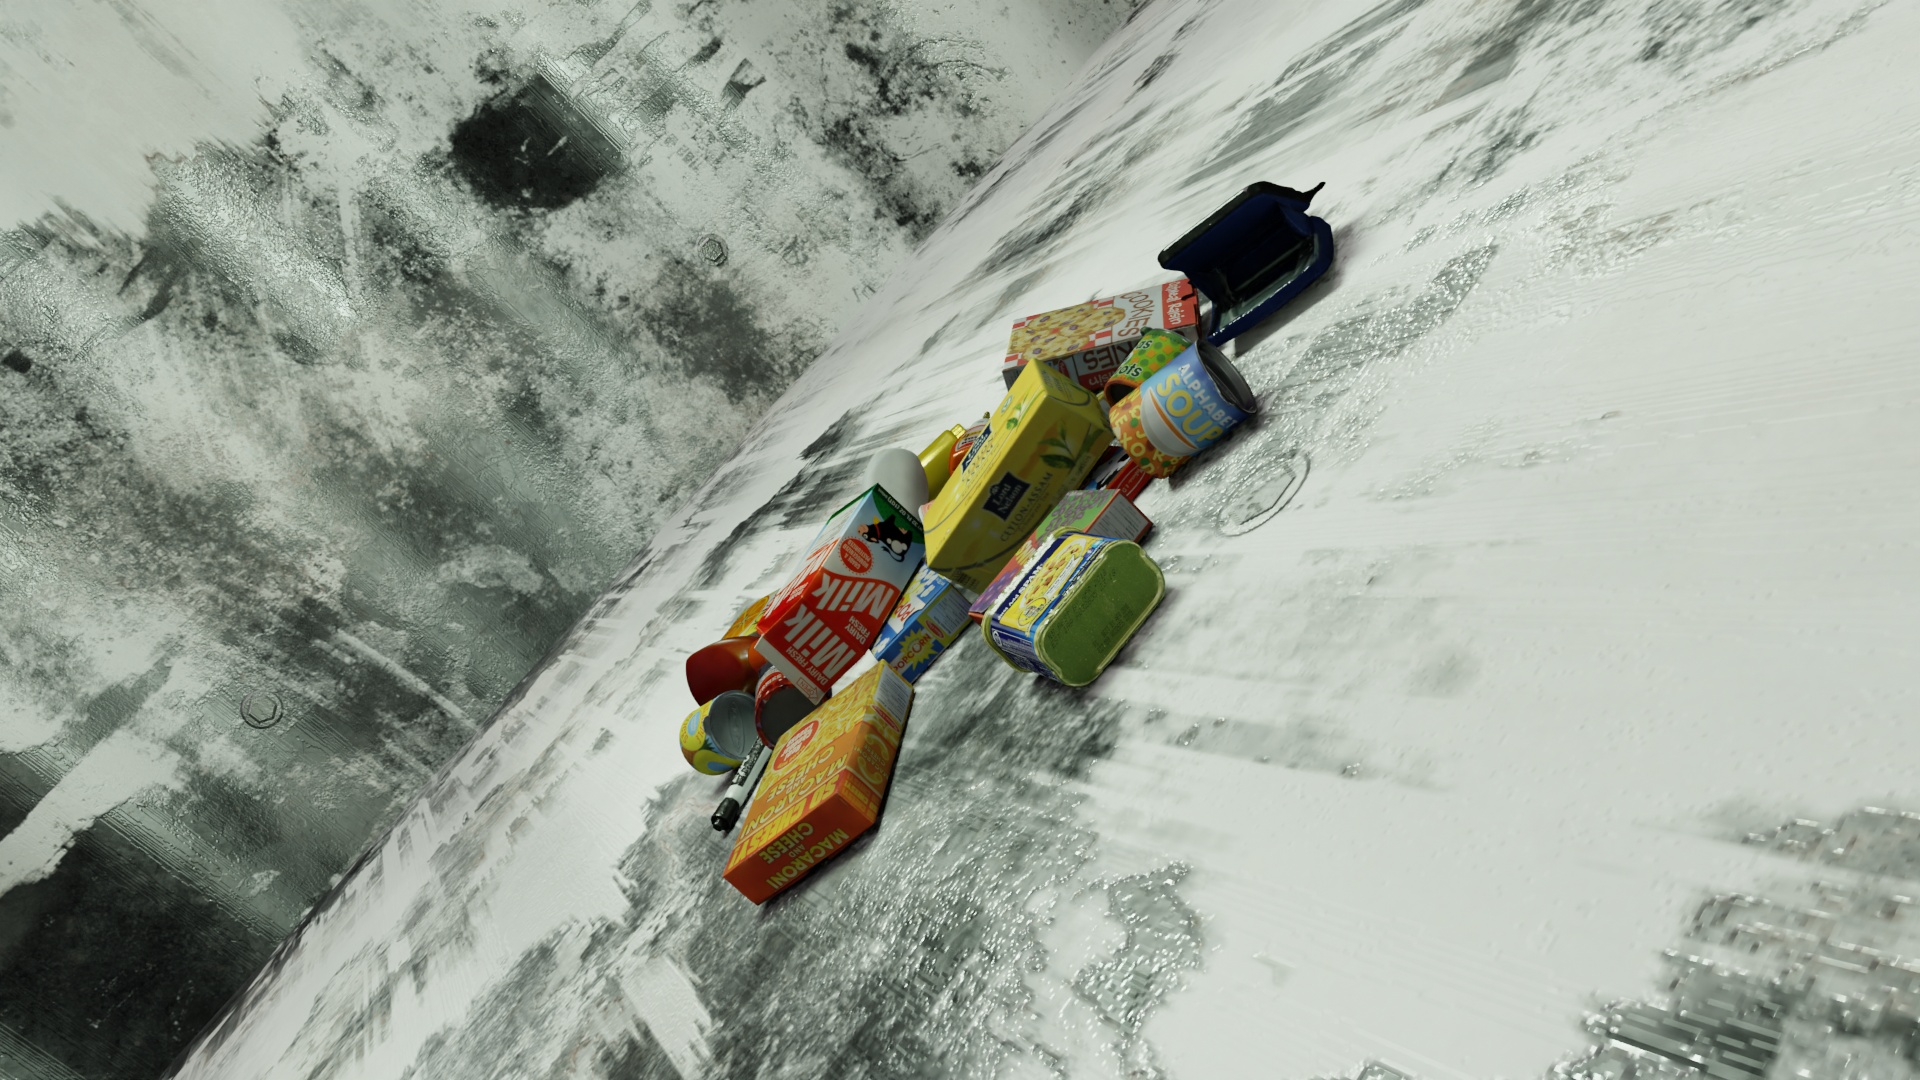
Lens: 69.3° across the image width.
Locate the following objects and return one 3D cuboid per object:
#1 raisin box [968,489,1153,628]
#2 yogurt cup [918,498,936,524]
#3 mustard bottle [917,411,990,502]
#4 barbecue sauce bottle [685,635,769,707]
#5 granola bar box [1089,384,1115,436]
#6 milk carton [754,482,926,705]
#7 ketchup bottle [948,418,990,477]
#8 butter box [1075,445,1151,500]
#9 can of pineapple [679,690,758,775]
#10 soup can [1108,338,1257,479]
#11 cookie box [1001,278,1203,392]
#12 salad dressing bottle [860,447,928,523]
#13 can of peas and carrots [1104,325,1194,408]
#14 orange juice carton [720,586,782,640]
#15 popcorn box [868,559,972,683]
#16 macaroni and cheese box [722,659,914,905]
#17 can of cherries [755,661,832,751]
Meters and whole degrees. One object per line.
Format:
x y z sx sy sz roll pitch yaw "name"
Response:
0.069 0.020 0.985 0.123 0.040 0.086 -50 17 -13 "raisin box"
0.004 -0.015 1.198 0.054 0.072 0.072 -34 17 11 "yogurt cup"
-0.024 -0.073 1.440 0.160 0.049 0.065 -44 12 3 "mustard bottle"
-0.201 0.117 1.292 0.044 0.065 0.148 -19 -4 -43 "barbecue sauce bottle"
0.098 -0.117 1.254 0.124 0.039 0.166 -38 17 25 "granola bar box"
-0.102 0.046 1.152 0.073 0.072 0.192 -32 20 43 "milk carton"
0.023 -0.086 1.344 0.065 0.043 0.149 -4 16 3 "ketchup bottle"
0.110 -0.048 1.077 0.053 0.024 0.103 -49 16 -7 "butter box"
-0.217 0.176 1.270 0.057 0.071 0.071 -32 21 44 "can of pineapple"
0.157 -0.092 0.990 0.083 0.071 0.072 -38 17 27 "soup can"
0.125 -0.174 1.200 0.167 0.040 0.123 -12 26 13 "cookie box"
-0.062 -0.014 1.293 0.043 0.064 0.148 133 143 -53 "salad dressing bottle"
0.152 -0.122 1.073 0.059 0.071 0.071 -51 16 -18 "can of peas and carrots"
-0.153 0.086 1.326 0.192 0.073 0.072 -26 23 49 "orange juice carton"
-0.039 0.065 1.152 0.085 0.038 0.127 -45 15 -4 "popcorn box"
-0.101 0.176 1.028 0.123 0.040 0.167 -38 17 24 "macaroni and cheese box"
-0.142 0.139 1.167 0.071 0.071 0.058 -44 16 6 "can of cherries"
